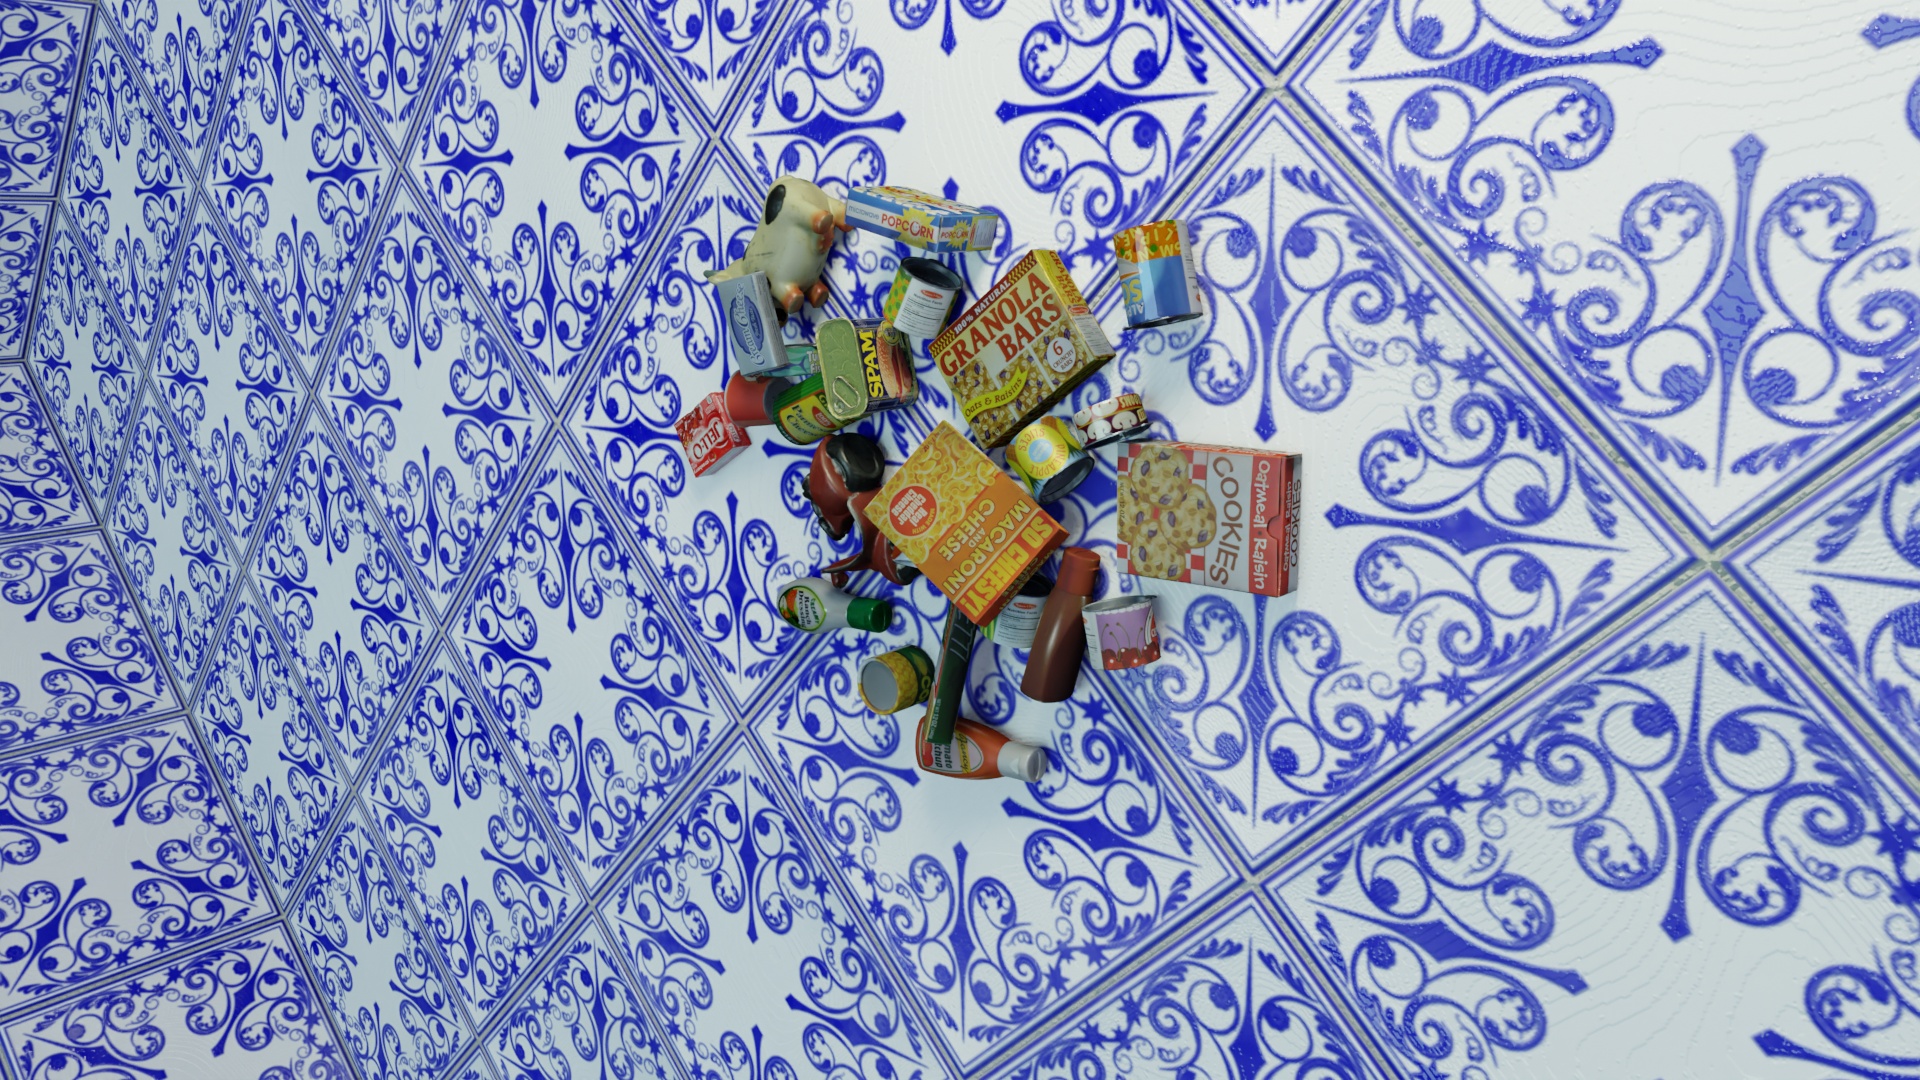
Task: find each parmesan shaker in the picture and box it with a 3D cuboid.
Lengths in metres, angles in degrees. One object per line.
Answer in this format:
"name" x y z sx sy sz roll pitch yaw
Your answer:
"parmesan shaker" -0.145 -0.146 1.501 0.103 0.071 0.071 -21 86 42

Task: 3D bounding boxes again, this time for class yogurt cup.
"yogurt cup" -0.225 -0.160 1.567 0.054 0.072 0.072 7 104 31

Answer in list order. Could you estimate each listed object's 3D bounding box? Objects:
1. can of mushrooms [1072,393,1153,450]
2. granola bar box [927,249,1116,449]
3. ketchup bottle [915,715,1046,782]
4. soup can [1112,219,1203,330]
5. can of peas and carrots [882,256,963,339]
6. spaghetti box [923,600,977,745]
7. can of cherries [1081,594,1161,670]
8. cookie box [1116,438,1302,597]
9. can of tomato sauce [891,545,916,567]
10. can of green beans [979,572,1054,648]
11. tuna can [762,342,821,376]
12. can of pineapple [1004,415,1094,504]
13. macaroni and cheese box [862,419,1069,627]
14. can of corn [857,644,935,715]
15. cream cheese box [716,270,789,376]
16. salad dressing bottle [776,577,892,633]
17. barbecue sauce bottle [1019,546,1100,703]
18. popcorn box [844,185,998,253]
"can of mushrooms" 0.139 -0.108 1.263 0.071 0.071 0.033 -23 83 41
"granola bar box" 0.055 -0.182 1.337 0.165 0.039 0.124 -38 74 39
"ketchup bottle" 0.021 0.221 1.449 0.149 0.043 0.064 6 97 39
"soup can" 0.169 -0.230 1.209 0.071 0.071 0.083 -9 93 41
"can of peas and carrots" -0.038 -0.243 1.388 0.071 0.071 0.058 41 124 27
"spaghetti box" 0.001 0.083 1.405 0.029 0.050 0.249 11 100 -7
"can of cherries" 0.153 0.085 1.293 0.071 0.072 0.058 -7 95 41
"cookie box" 0.217 -0.023 1.230 0.167 0.040 0.122 9 105 39
"can of tomato sauce" -0.033 -0.015 1.410 0.071 0.071 0.083 4 80 40
"can of green beans" 0.056 0.067 1.371 0.071 0.071 0.057 26 116 34
"tuna can" -0.183 -0.198 1.521 0.071 0.071 0.032 6 104 40
"can of pineapple" 0.083 -0.077 1.315 0.058 0.071 0.070 52 127 19
"macaroni and cheese box" 0.005 -0.017 1.339 0.123 0.040 0.167 -48 67 6
"can of corn" -0.068 0.153 1.500 0.071 0.058 0.071 10 106 39
"cream cheese box" -0.220 -0.230 1.476 0.053 0.024 0.103 -8 101 34
"salad dressing bottle" -0.141 0.077 1.557 0.147 0.044 0.064 6 104 40
"barbecue sauce bottle" 0.101 0.081 1.339 0.044 0.065 0.148 24 108 33
"popcorn box" -0.040 -0.315 1.359 0.127 0.085 0.038 26 116 34
